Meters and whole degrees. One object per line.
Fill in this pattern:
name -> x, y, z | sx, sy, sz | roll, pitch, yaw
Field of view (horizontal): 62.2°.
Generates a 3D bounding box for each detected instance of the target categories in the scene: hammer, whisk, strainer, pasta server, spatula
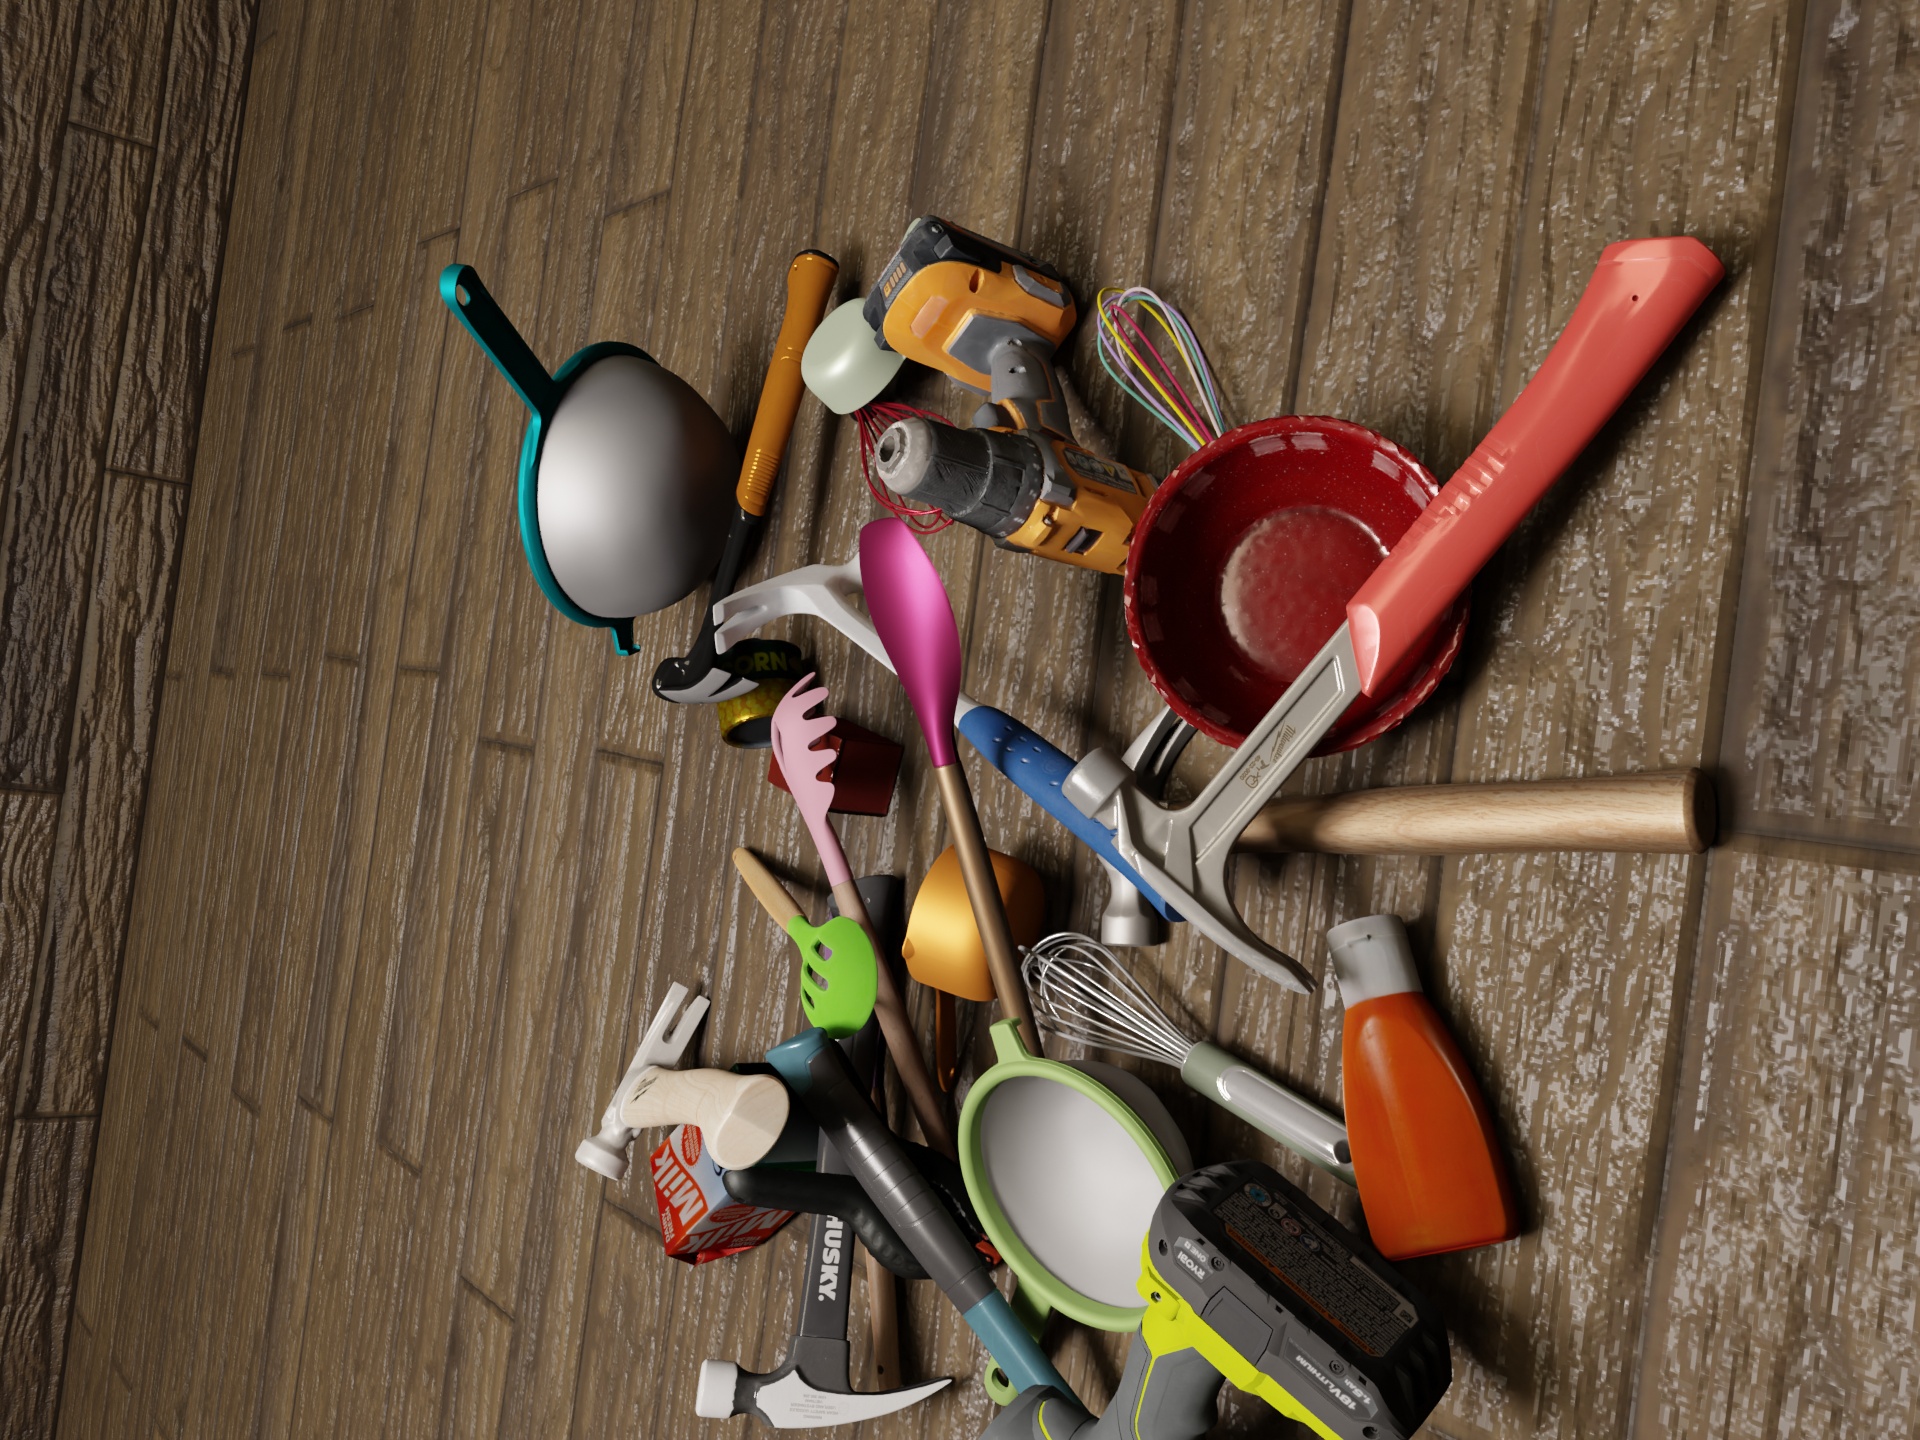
hammer -> 0.192, 0.047, 0.766 | 0.331, 0.031, 0.130 | -7, 78, 48
hammer -> -0.168, 0.230, 1.007 | 0.146, 0.038, 0.410 | -63, 13, -20
hammer -> -0.139, -0.174, 1.112 | 0.127, 0.034, 0.337 | -3, 70, 60
hammer -> -0.001, -0.003, 0.917 | 0.406, 0.144, 0.035 | 38, 138, 45
hammer -> -0.068, 0.258, 0.987 | 0.035, 0.146, 0.335 | 116, 161, -68
whisk -> 0.133, -0.149, 0.858 | 0.051, 0.047, 0.245 | -33, 61, 15
whisk -> 0.116, 0.172, 0.823 | 0.246, 0.059, 0.058 | 25, 76, 44
strainer -> 0.064, 0.277, 0.861 | 0.152, 0.069, 0.256 | 35, 129, 29
whisk -> -0.058, -0.207, 1.087 | 0.073, 0.073, 0.296 | -63, 37, 21
hammer -> 0.003, 0.300, 0.855 | 0.331, 0.033, 0.128 | 51, 132, 17
pasta server -> -0.057, 0.124, 0.991 | 0.060, 0.040, 0.316 | 141, 109, -72
hammer -> 0.208, -0.053, 0.704 | 0.149, 0.036, 0.359 | 42, 103, 15
strainer -> -0.238, -0.196, 1.111 | 0.095, 0.340, 0.211 | 10, 67, 21
spatula -> -0.060, 0.266, 1.032 | 0.060, 0.018, 0.316 | -23, 65, 41

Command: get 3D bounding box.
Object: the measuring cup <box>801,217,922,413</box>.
measuring cup -> -0.061, -0.285, 1.076 | 0.083, 0.038, 0.168 | -9, 56, 45

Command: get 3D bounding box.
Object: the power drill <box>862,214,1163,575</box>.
power drill -> 0.013, -0.185, 0.902 | 0.084, 0.185, 0.226 | -48, 47, 35

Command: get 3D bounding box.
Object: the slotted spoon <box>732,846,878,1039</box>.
slotted spoon -> -0.114, 0.129, 1.043 | 0.314, 0.031, 0.070 | 29, 102, 68

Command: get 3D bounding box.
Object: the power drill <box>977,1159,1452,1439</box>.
power drill -> 0.117, 0.332, 0.707 | 0.191, 0.080, 0.228 | 37, 117, 27

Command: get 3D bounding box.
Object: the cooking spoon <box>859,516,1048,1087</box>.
cooking spoon -> 0.000, 0.047, 0.849 | 0.069, 0.017, 0.319 | -6, 103, 51

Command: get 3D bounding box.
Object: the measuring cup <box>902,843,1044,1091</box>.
measuring cup -> 0.012, 0.156, 0.937 | 0.052, 0.095, 0.173 | 14, 119, 27
